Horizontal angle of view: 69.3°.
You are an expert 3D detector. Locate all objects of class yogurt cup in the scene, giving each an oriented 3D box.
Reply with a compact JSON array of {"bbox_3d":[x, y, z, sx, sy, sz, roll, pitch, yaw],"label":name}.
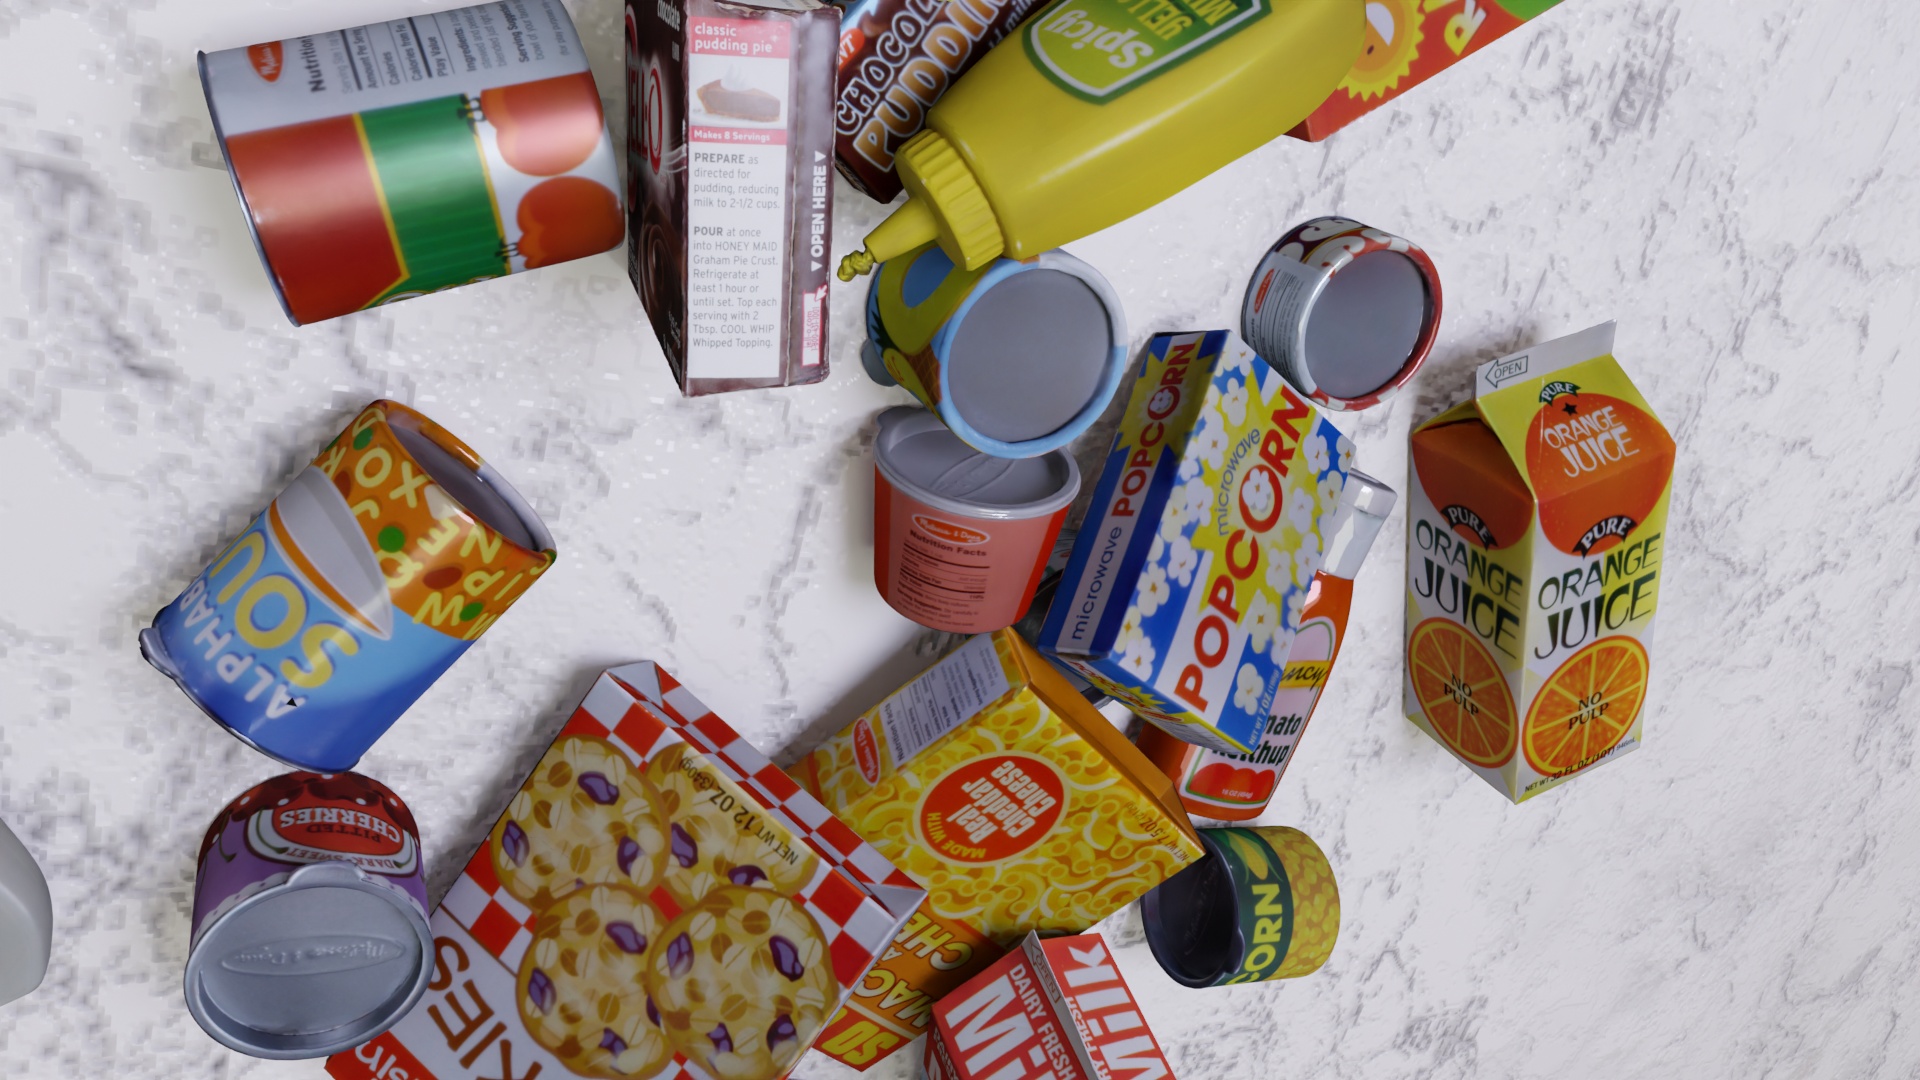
[{"bbox_3d":[0.002,-0.006,0.461,0.072,0.072,0.053,-5,125,-24],"label":"yogurt cup"}]

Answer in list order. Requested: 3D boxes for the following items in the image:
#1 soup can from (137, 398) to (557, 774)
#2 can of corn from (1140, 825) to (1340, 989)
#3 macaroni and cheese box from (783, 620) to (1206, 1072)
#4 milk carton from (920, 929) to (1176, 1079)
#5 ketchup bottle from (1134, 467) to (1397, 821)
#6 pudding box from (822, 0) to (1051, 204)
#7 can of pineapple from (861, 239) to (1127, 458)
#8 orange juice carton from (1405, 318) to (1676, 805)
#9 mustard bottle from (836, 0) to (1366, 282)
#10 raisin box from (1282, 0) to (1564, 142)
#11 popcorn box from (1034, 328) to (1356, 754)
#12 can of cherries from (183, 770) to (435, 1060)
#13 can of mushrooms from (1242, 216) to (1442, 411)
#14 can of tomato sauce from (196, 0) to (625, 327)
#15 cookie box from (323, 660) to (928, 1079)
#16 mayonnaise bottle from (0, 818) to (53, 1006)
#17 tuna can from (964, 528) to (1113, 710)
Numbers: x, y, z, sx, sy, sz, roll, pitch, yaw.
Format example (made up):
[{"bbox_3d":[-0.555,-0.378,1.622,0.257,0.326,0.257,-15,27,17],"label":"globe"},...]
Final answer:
[{"bbox_3d":[-0.166,0.011,0.383,0.084,0.071,0.071,-45,125,0],"label":"soup can"},{"bbox_3d":[0.122,0.158,0.597,0.058,0.071,0.071,5,112,-29],"label":"can of corn"},{"bbox_3d":[-0.013,0.118,0.507,0.166,0.040,0.123,-37,126,12],"label":"macaroni and cheese box"},{"bbox_3d":[0.032,0.214,0.536,0.073,0.072,0.189,-19,149,-16],"label":"milk carton"},{"bbox_3d":[0.124,0.039,0.556,0.065,0.043,0.148,14,107,-32],"label":"ketchup bottle"},{"bbox_3d":[-0.013,-0.146,0.402,0.083,0.030,0.049,-46,125,1],"label":"pudding box"},{"bbox_3d":[0.010,-0.064,0.437,0.071,0.058,0.070,-11,120,-21],"label":"can of pineapple"},{"bbox_3d":[0.237,0.006,0.576,0.072,0.073,0.191,-19,121,-16],"label":"orange juice carton"},{"bbox_3d":[0.033,-0.117,0.385,0.160,0.065,0.048,-34,148,-3],"label":"mustard bottle"},{"bbox_3d":[0.142,-0.196,0.448,0.123,0.040,0.085,-31,125,-10],"label":"raisin box"},{"bbox_3d":[0.086,0.001,0.489,0.085,0.038,0.127,34,70,-34],"label":"popcorn box"},{"bbox_3d":[-0.197,0.111,0.425,0.072,0.058,0.071,-11,119,-20],"label":"can of cherries"},{"bbox_3d":[0.142,-0.083,0.509,0.071,0.033,0.070,-11,118,-21],"label":"can of mushrooms"},{"bbox_3d":[-0.134,-0.094,0.348,0.083,0.071,0.070,-18,121,-18],"label":"can of tomato sauce"},{"bbox_3d":[-0.110,0.143,0.451,0.123,0.040,0.167,38,97,10],"label":"cookie box"},{"bbox_3d":[-0.292,0.063,0.365,0.065,0.041,0.147,-12,118,-22],"label":"mayonnaise bottle"},{"bbox_3d":[0.036,0.033,0.515,0.071,0.033,0.070,-11,119,-21],"label":"tuna can"}]
